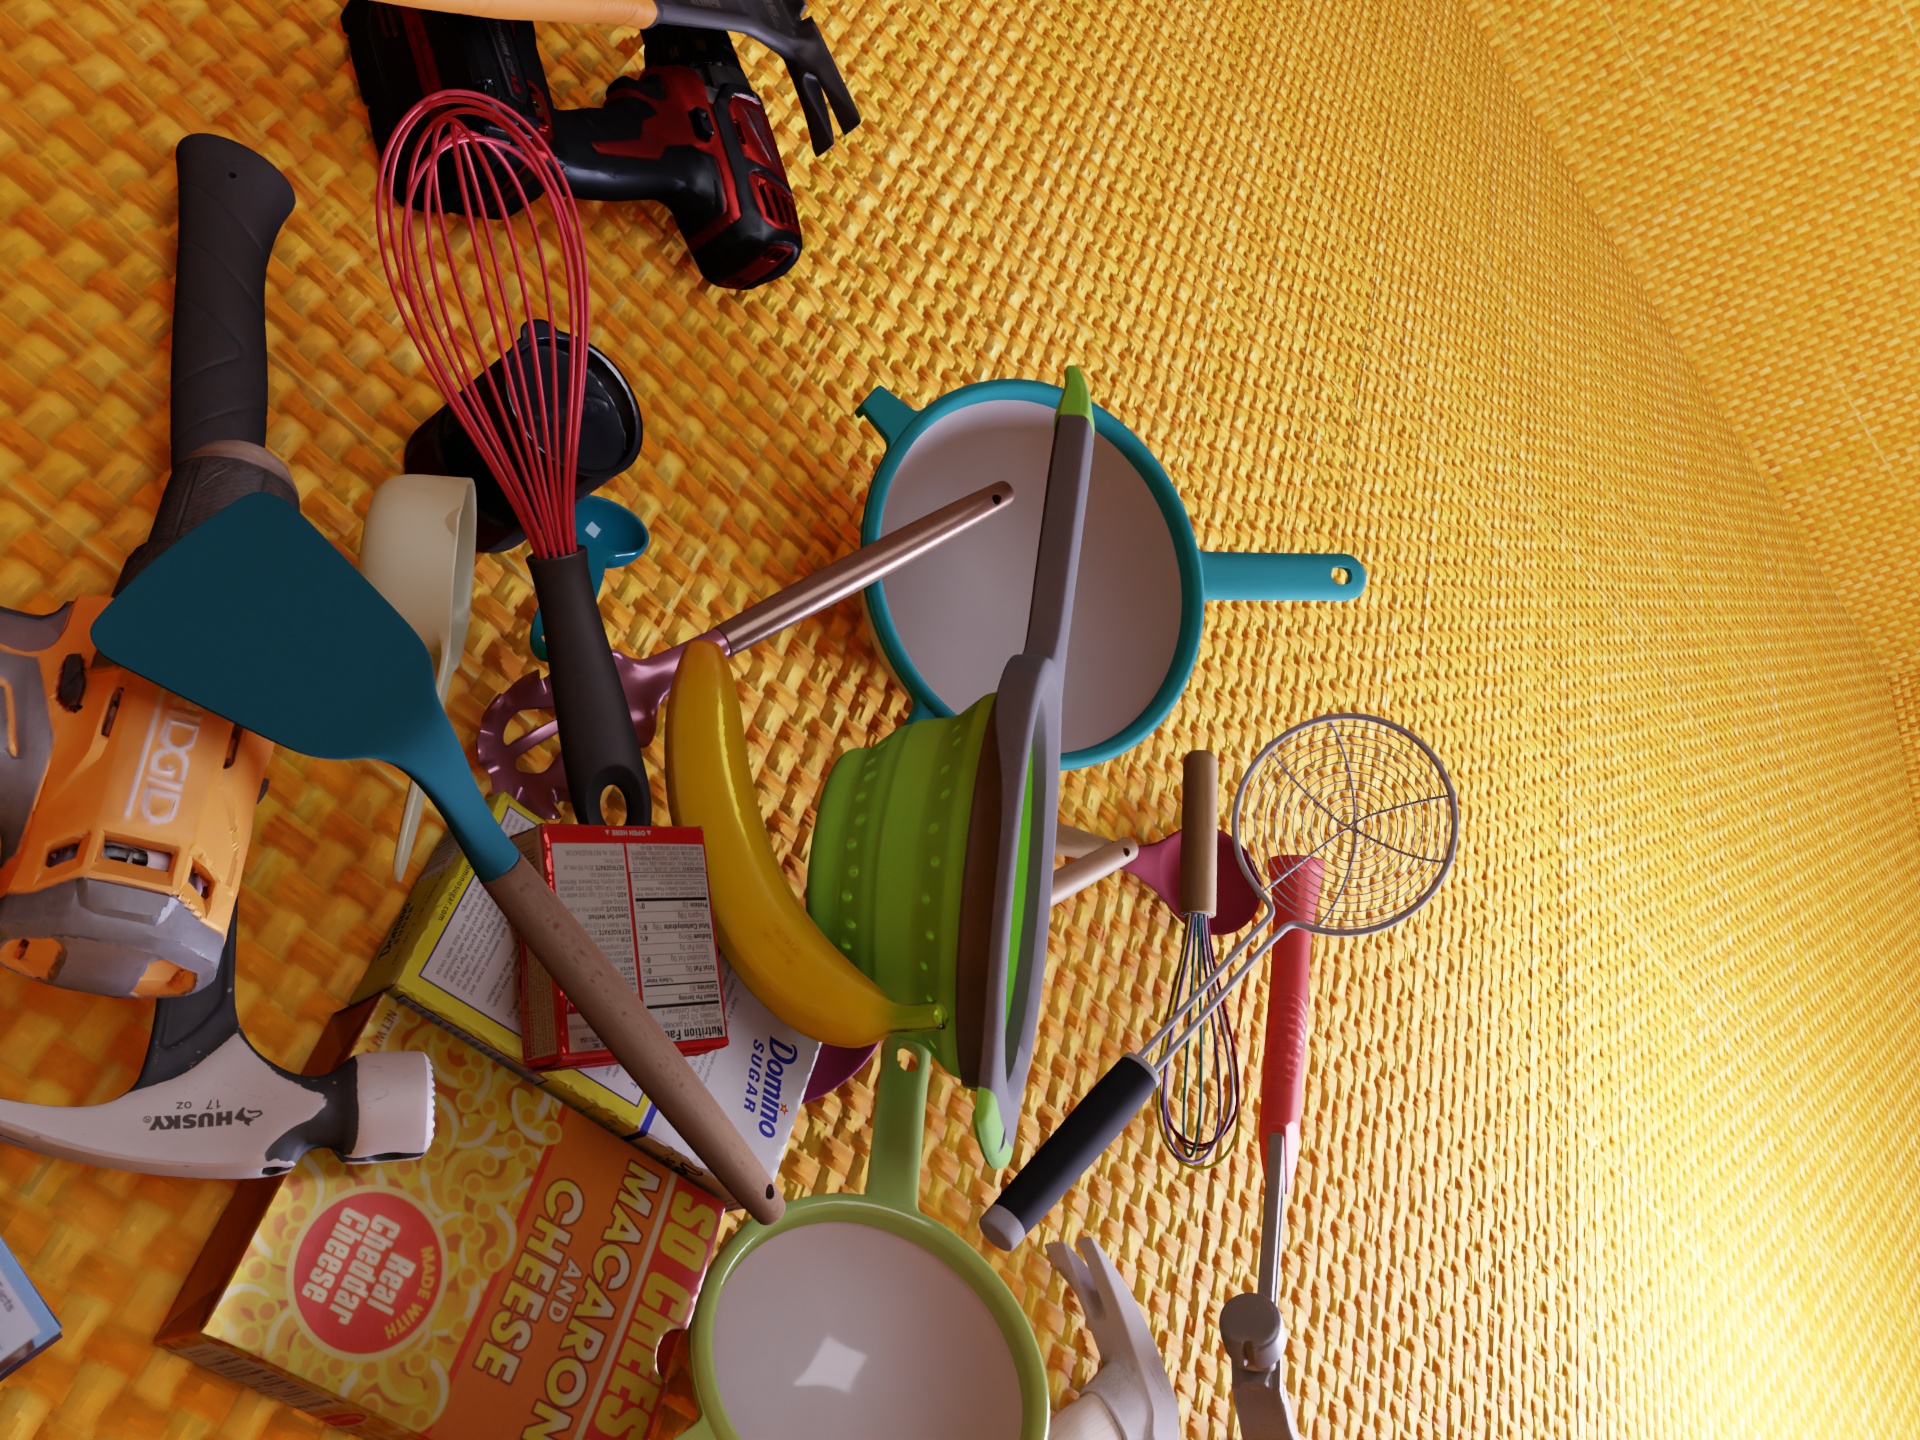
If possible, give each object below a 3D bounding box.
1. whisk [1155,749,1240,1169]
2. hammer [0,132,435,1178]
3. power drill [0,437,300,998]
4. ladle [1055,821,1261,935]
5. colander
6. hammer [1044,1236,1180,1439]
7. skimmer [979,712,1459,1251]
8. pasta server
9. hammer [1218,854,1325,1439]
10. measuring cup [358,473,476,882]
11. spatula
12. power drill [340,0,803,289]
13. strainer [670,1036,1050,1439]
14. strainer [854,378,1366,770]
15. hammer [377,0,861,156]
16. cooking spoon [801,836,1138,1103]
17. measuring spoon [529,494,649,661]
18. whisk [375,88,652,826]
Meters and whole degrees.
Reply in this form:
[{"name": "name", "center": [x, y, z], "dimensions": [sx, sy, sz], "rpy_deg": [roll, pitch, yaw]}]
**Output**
[{"name": "whisk", "center": [0.140, 0.135, 0.926], "dimensions": [0.051, 0.047, 0.245], "rpy_deg": [67, 25, -68]}, {"name": "hammer", "center": [-0.269, -0.045, 0.563], "dimensions": [0.149, 0.036, 0.409], "rpy_deg": [3, 63, -26]}, {"name": "power drill", "center": [-0.310, -0.030, 0.458], "dimensions": [0.226, 0.084, 0.185], "rpy_deg": [18, 57, -28]}, {"name": "ladle", "center": [0.067, 0.072, 0.916], "dimensions": [0.315, 0.031, 0.069], "rpy_deg": [18, 65, -41]}, {"name": "colander", "center": [-0.001, -0.002, 0.740], "dimensions": [0.204, 0.094, 0.397], "rpy_deg": [78, 19, -62]}, {"name": "hammer", "center": [-0.033, 0.359, 0.643], "dimensions": [0.410, 0.038, 0.146], "rpy_deg": [-16, 82, -51]}, {"name": "skimmer", "center": [0.135, 0.131, 0.844], "dimensions": [0.127, 0.090, 0.363], "rpy_deg": [35, 54, 22]}, {"name": "pasta server", "center": [-0.084, -0.047, 0.727], "dimensions": [0.316, 0.040, 0.060], "rpy_deg": [-32, 108, -33]}, {"name": "hammer", "center": [0.188, 0.228, 0.929], "dimensions": [0.359, 0.037, 0.149], "rpy_deg": [-75, 156, -43]}, {"name": "measuring cup", "center": [-0.214, -0.019, 0.603], "dimensions": [0.038, 0.083, 0.168], "rpy_deg": [7, 62, -11]}, {"name": "spatula", "center": [-0.147, 0.067, 0.532], "dimensions": [0.317, 0.044, 0.082], "rpy_deg": [61, 33, -29]}, {"name": "power drill", "center": [-0.184, -0.321, 0.794], "dimensions": [0.226, 0.080, 0.188], "rpy_deg": [-6, 76, -53]}, {"name": "strainer", "center": [-0.042, 0.242, 0.681], "dimensions": [0.151, 0.069, 0.257], "rpy_deg": [22, 33, -11]}, {"name": "strainer", "center": [0.078, -0.075, 0.906], "dimensions": [0.340, 0.095, 0.211], "rpy_deg": [-3, 83, -31]}, {"name": "hammer", "center": [-0.165, -0.327, 0.727], "dimensions": [0.337, 0.034, 0.127], "rpy_deg": [-31, 95, -57]}, {"name": "cooking spoon", "center": [-0.005, 0.112, 0.802], "dimensions": [0.319, 0.017, 0.069], "rpy_deg": [-20, 83, -46]}, {"name": "measuring spoon", "center": [-0.168, -0.057, 0.693], "dimensions": [0.042, 0.021, 0.129], "rpy_deg": [25, 34, -14]}, {"name": "whisk", "center": [-0.159, -0.082, 0.604], "dimensions": [0.073, 0.073, 0.295], "rpy_deg": [-34, 121, -51]}]
